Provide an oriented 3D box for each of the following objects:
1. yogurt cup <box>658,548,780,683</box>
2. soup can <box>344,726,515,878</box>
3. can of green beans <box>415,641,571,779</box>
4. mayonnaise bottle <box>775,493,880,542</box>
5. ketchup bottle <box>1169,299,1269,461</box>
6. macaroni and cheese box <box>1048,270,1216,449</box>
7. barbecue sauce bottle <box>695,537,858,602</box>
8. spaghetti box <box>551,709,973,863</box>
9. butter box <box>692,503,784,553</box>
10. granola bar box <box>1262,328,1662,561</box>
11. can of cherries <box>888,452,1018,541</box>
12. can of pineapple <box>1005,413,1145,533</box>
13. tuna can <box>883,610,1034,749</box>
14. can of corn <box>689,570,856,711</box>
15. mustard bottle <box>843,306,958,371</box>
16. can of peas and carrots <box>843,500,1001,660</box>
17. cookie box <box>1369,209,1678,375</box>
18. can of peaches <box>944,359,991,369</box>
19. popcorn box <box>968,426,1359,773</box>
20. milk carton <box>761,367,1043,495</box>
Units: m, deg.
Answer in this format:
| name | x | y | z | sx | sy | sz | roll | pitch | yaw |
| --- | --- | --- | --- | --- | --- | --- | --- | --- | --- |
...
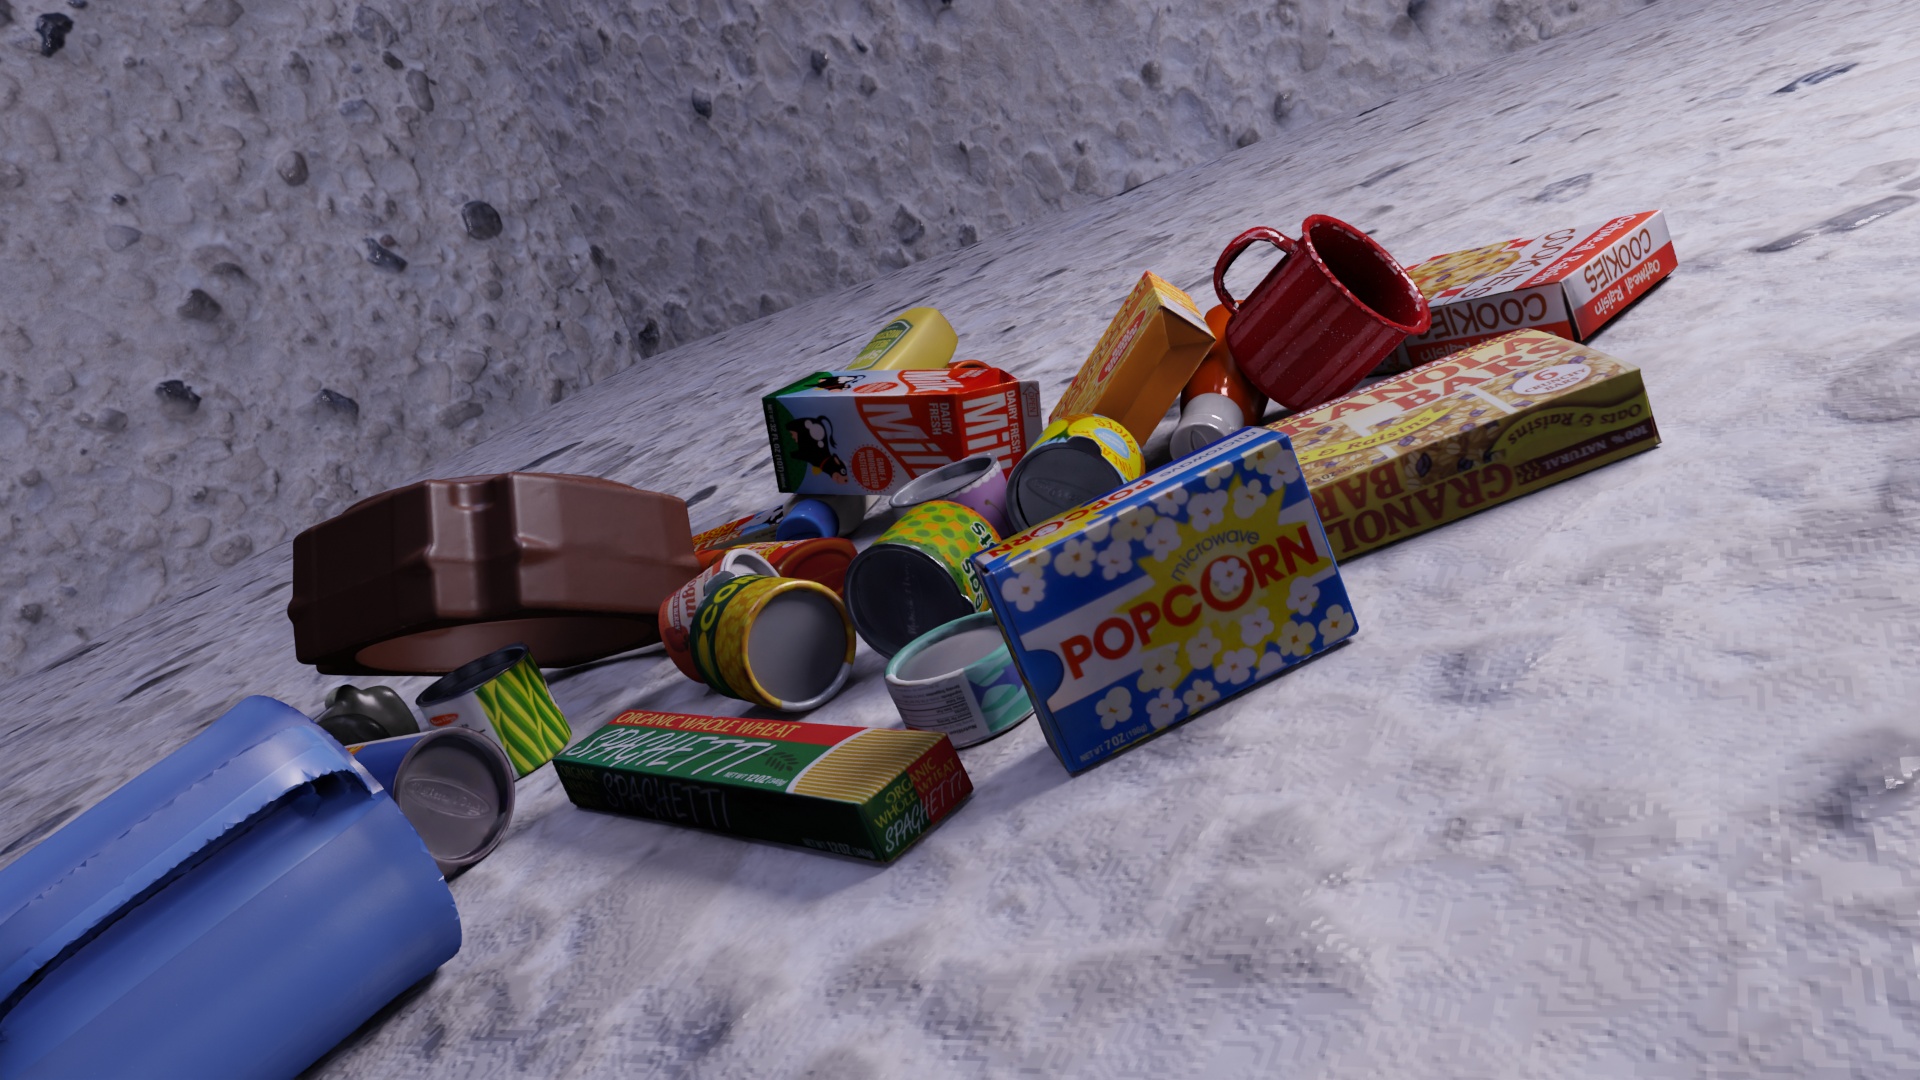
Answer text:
| name | x | y | z | sx | sy | sz | roll | pitch | yaw |
| --- | --- | --- | --- | --- | --- | --- | --- | --- | --- |
| yogurt cup | -0.130 | 0.045 | 0.774 | 0.054 | 0.072 | 0.073 | -26 | 13 | 20 |
| soup can | -0.272 | 0.131 | 0.680 | 0.083 | 0.071 | 0.072 | -13 | 18 | 34 |
| can of green beans | -0.260 | 0.099 | 0.779 | 0.071 | 0.057 | 0.071 | -21 | 15 | 6 |
| mayonnaise bottle | -0.096 | -0.024 | 0.999 | 0.065 | 0.041 | 0.149 | -15 | 16 | 13 |
| ketchup bottle | 0.158 | -0.089 | 0.833 | 0.043 | 0.064 | 0.149 | -14 | 26 | 28 |
| macaroni and cheese box | 0.101 | -0.097 | 0.861 | 0.123 | 0.040 | 0.167 | -57 | 6 | 17 |
| barbecue sauce bottle | -0.126 | 0.023 | 0.876 | 0.065 | 0.043 | 0.148 | -21 | 11 | -37 |
| spaghetti box | -0.098 | 0.101 | 0.603 | 0.249 | 0.028 | 0.050 | -4 | 23 | 48 |
| butter box | -0.168 | 0.003 | 1.038 | 0.103 | 0.024 | 0.053 | -19 | 16 | 13 |
| granola bar box | 0.213 | -0.046 | 0.648 | 0.165 | 0.039 | 0.124 | -21 | 15 | 5 |
| can of cherries | 0.003 | -0.010 | 0.782 | 0.071 | 0.058 | 0.072 | -22 | 14 | 6 |
| can of pineapple | 0.064 | -0.032 | 0.751 | 0.071 | 0.071 | 0.058 | -16 | 16 | 23 |
| tuna can | 0.004 | 0.058 | 0.599 | 0.071 | 0.032 | 0.071 | -21 | 16 | 6 |
| can of corn | -0.095 | 0.048 | 0.697 | 0.071 | 0.071 | 0.058 | -32 | 18 | -30 |
| mustard bottle | -0.067 | -0.115 | 1.065 | 0.065 | 0.048 | 0.161 | -3 | 41 | 50 |
| can of peas and carrots | -0.014 | 0.020 | 0.692 | 0.071 | 0.070 | 0.059 | -13 | 17 | 30 |
| cookie box | 0.320 | -0.145 | 0.836 | 0.123 | 0.040 | 0.167 | -32 | 17 | -32 |
| can of peaches | -0.004 | -0.113 | 1.117 | 0.071 | 0.071 | 0.058 | -32 | 19 | -32 |
| popcorn box | 0.077 | 0.020 | 0.527 | 0.127 | 0.085 | 0.038 | -25 | 14 | -8 |
| milk carton | -0.032 | -0.074 | 0.943 | 0.190 | 0.072 | 0.074 | 3 | 21 | 26 |
